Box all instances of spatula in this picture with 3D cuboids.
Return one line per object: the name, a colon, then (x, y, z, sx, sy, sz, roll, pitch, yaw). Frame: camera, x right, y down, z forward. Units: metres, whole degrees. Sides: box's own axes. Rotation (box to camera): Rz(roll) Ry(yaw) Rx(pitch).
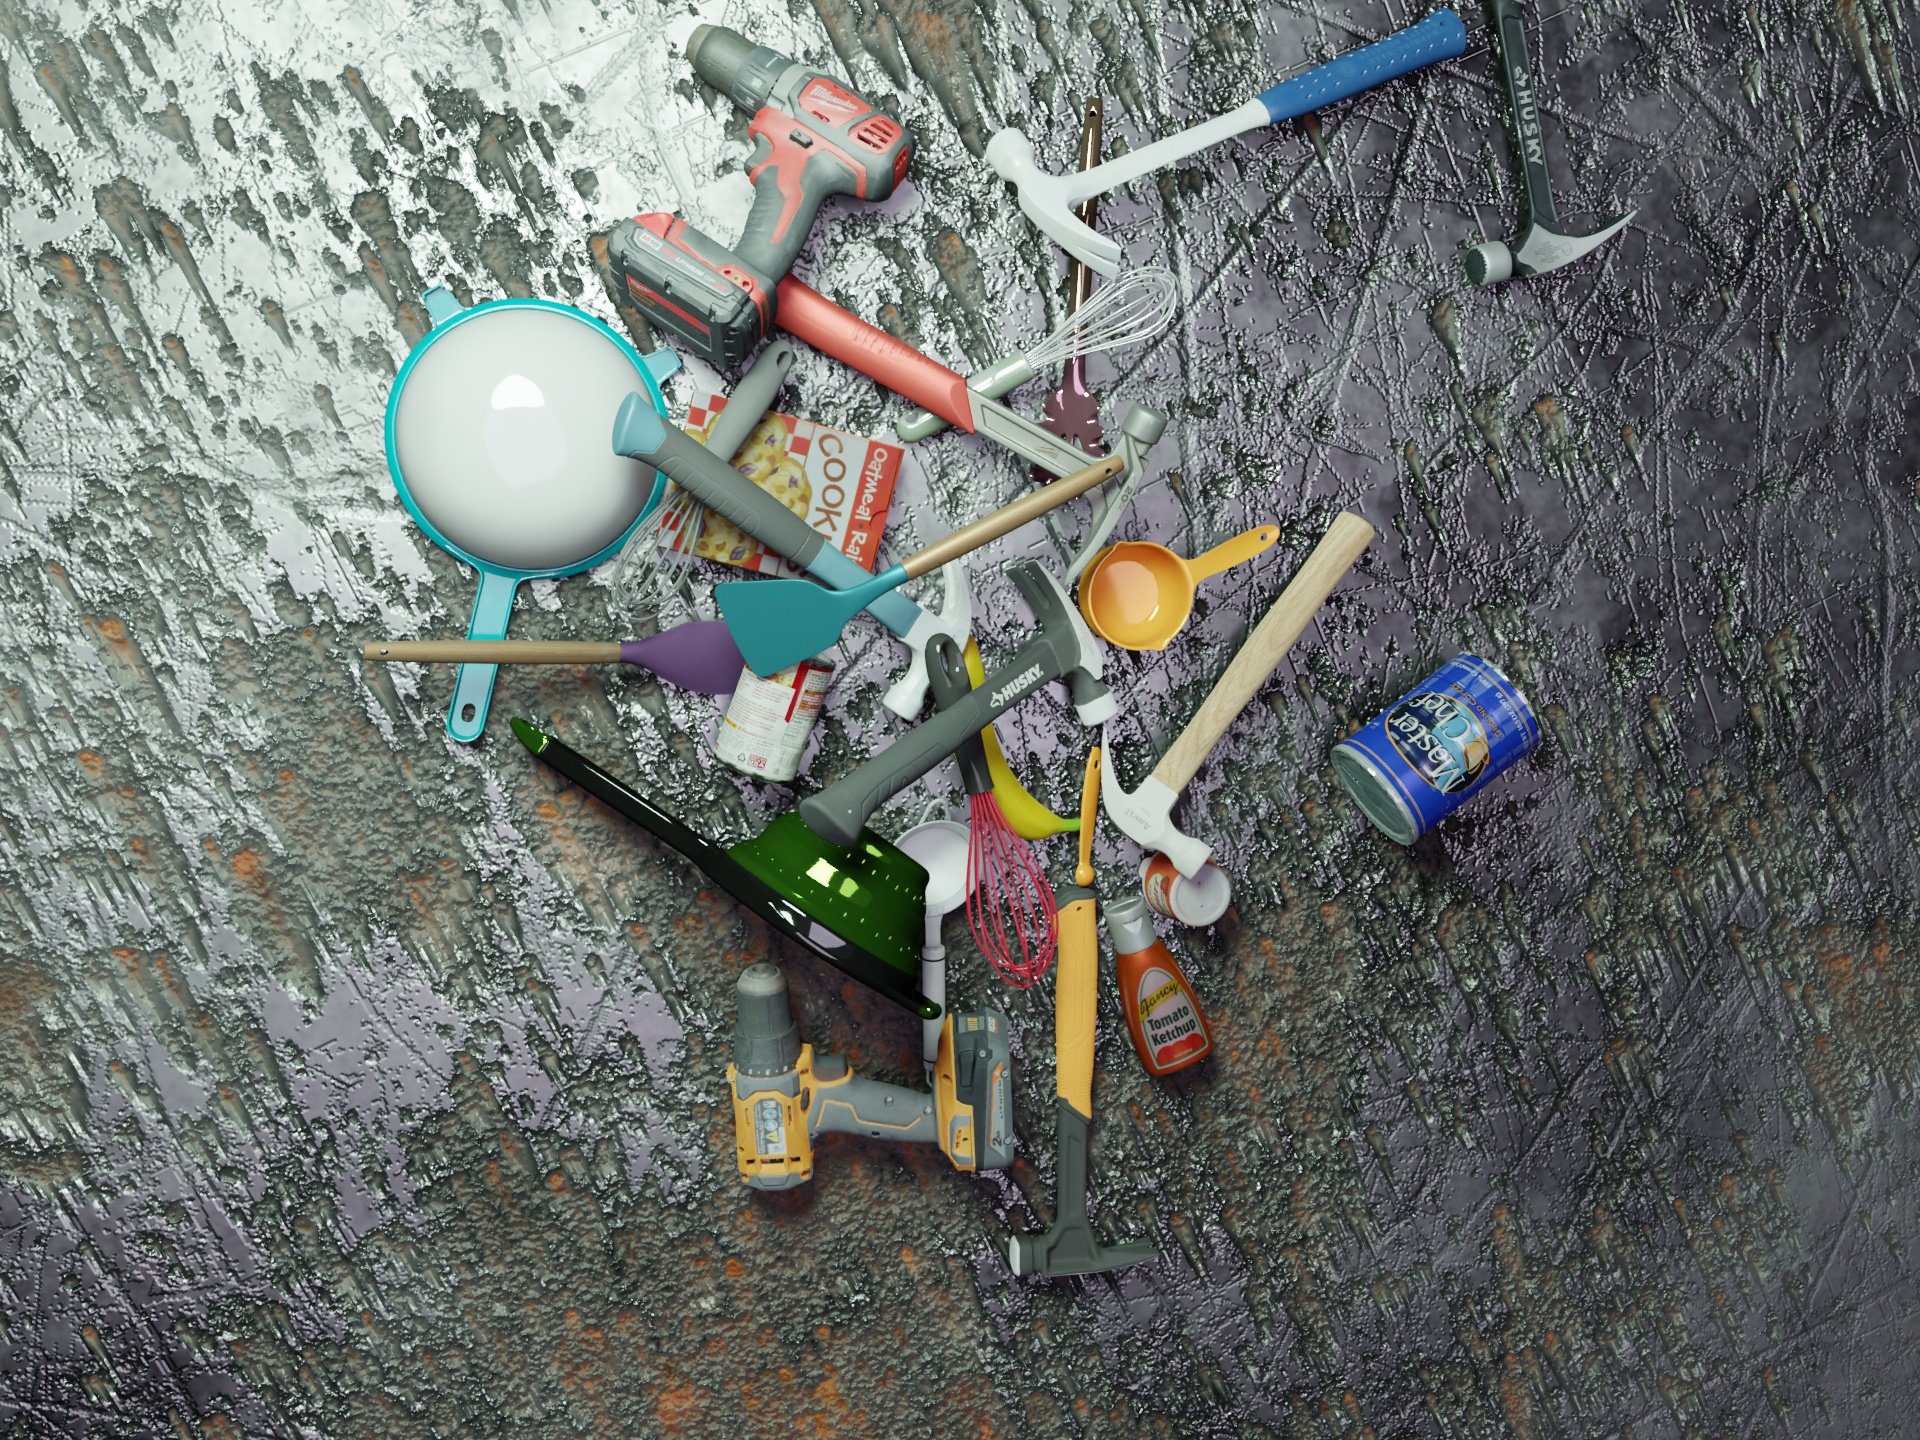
spatula: (-0.023, -0.127, 1.179, 0.317, 0.044, 0.082, -27, 118, -7)
spatula: (-0.283, -0.049, 1.200, 0.315, 0.018, 0.059, 0, 102, -27)

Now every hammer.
hammer: (-0.030, -0.250, 1.217, 0.359, 0.037, 0.149, 29, 108, -2)
hammer: (0.234, -0.038, 1.318, 0.130, 0.031, 0.331, 36, 83, 11)
hammer: (0.457, -0.575, 1.307, 0.149, 0.036, 0.409, -15, 100, -10)
hammer: (-0.002, -0.004, 1.190, 0.335, 0.035, 0.146, -35, 105, -44)
hammer: (0.105, 0.306, 1.351, 0.127, 0.034, 0.337, -2, 98, -10)
hammer: (0.228, -0.467, 1.241, 0.405, 0.035, 0.144, -27, 69, -15)
hammer: (-0.121, -0.131, 1.186, 0.330, 0.033, 0.128, 34, 90, -31)

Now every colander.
colander: (-0.159, 0.080, 1.210, 0.397, 0.204, 0.094, 33, 85, 5)

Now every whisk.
whisk: (0.058, -0.281, 1.236, 0.246, 0.058, 0.059, -27, 139, 10)
whisk: (-0.189, -0.180, 1.184, 0.055, 0.055, 0.239, 32, 86, -13)
whisk: (0.020, 0.073, 1.254, 0.073, 0.073, 0.295, -17, 100, -9)

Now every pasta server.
pasta server: (0.094, -0.334, 1.264, 0.060, 0.040, 0.316, 5, 95, 7)

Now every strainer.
strainer: (-0.024, 0.182, 1.307, 0.087, 0.050, 0.258, -5, 104, -19)
strainer: (-0.334, -0.146, 1.173, 0.211, 0.095, 0.340, 13, 93, -13)

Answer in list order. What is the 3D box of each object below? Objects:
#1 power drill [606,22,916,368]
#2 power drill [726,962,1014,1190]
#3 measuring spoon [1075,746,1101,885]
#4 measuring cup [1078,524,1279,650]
power drill: (-0.164, -0.392, 1.160, 0.188, 0.080, 0.227, 34, 75, 3)
power drill: (-0.074, 0.279, 1.273, 0.226, 0.084, 0.185, -3, 105, 0)
measuring spoon: (0.110, 0.080, 1.325, 0.021, 0.011, 0.117, 7, 89, -51)
measuring cup: (0.177, -0.121, 1.302, 0.173, 0.052, 0.095, -26, 101, -9)
